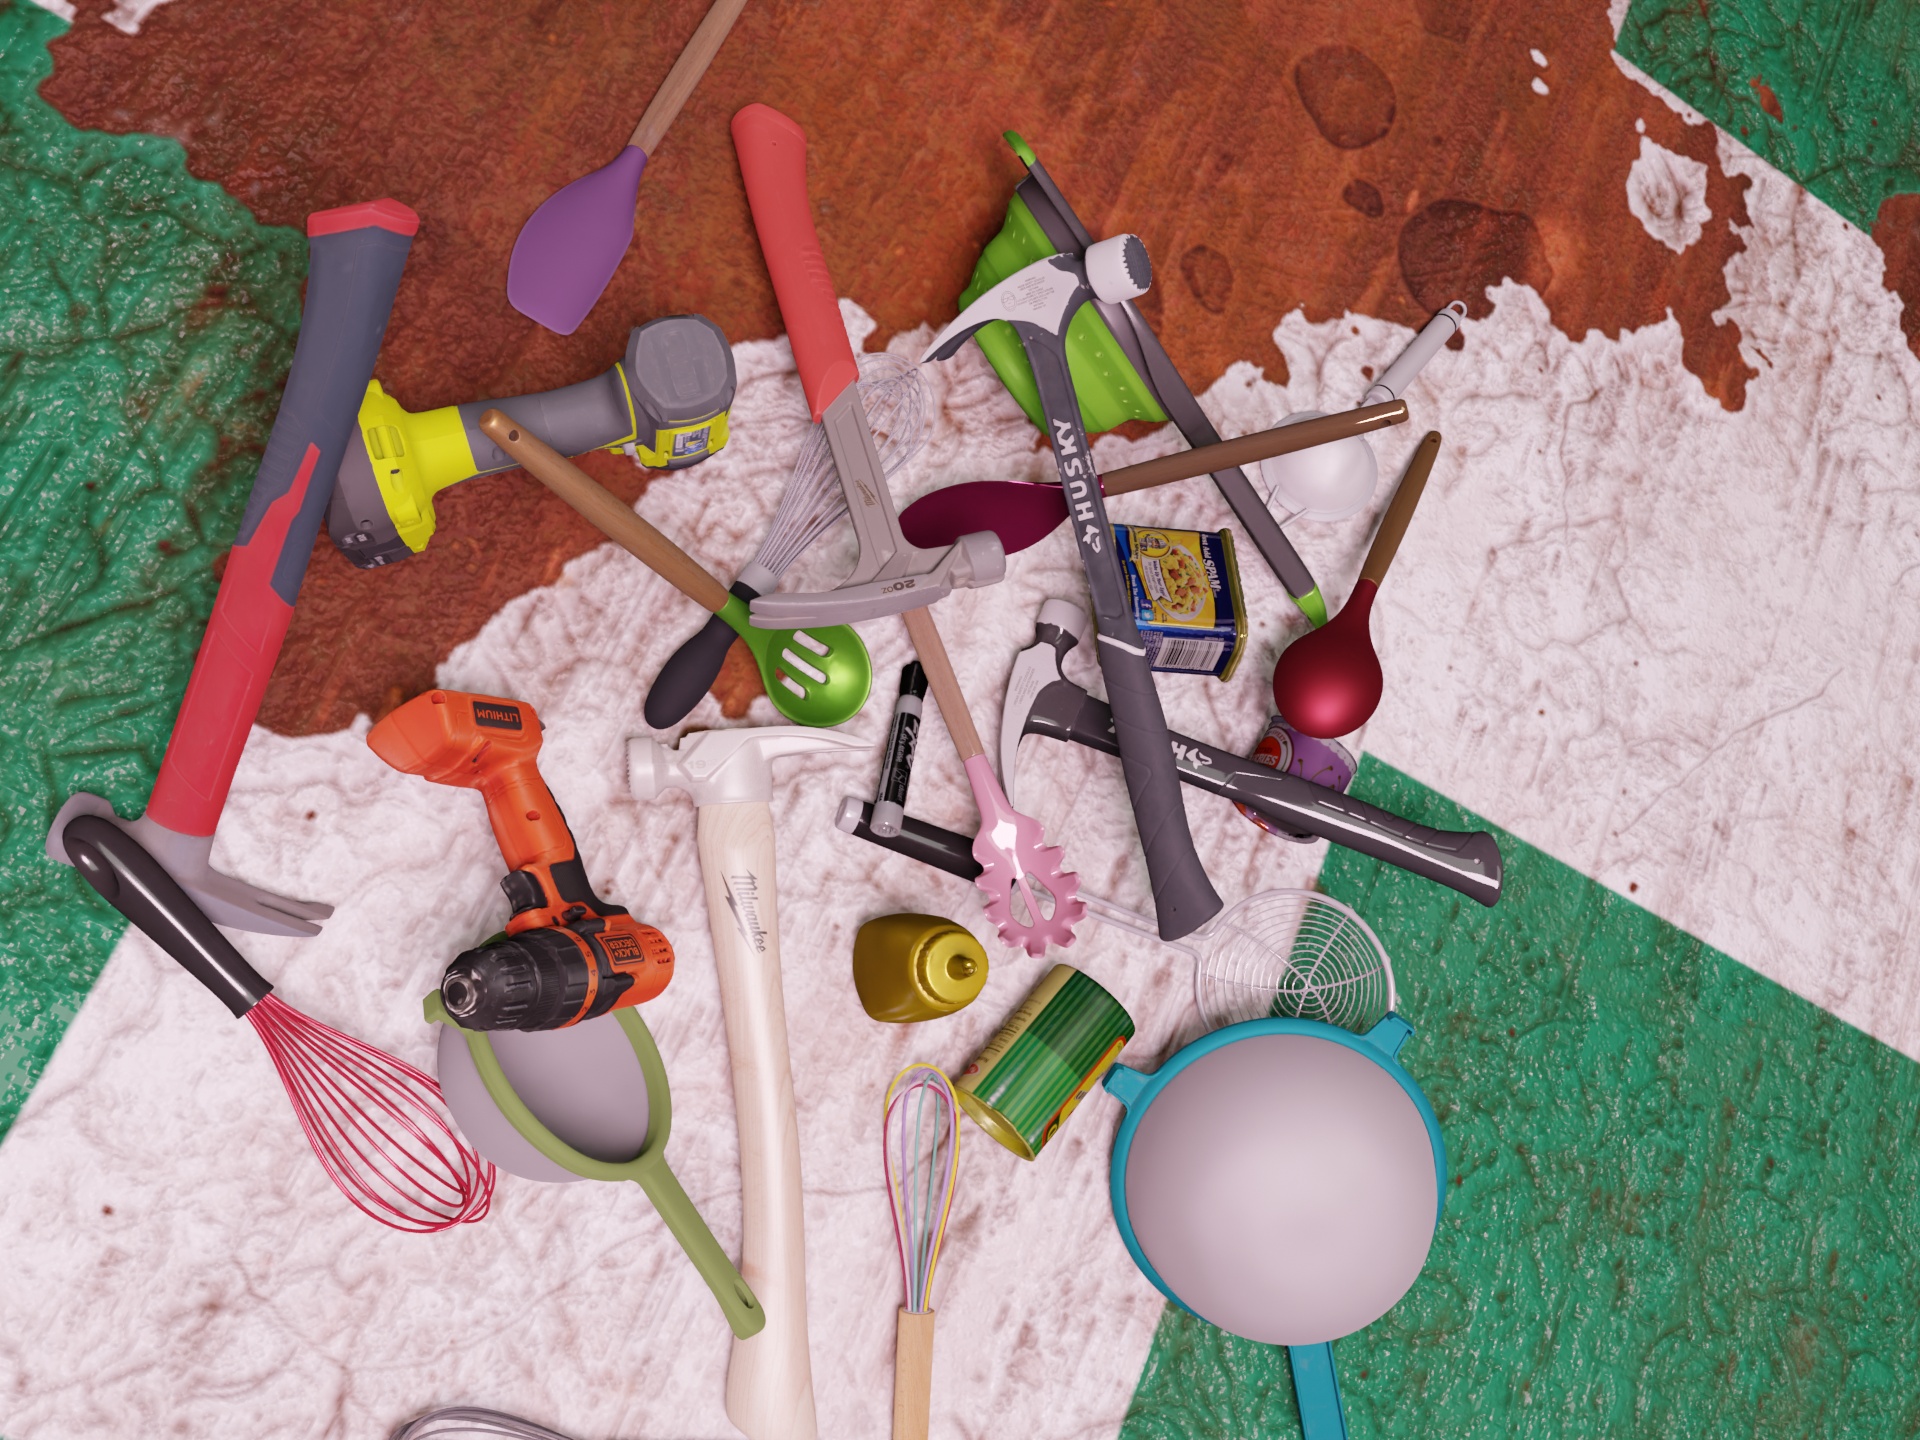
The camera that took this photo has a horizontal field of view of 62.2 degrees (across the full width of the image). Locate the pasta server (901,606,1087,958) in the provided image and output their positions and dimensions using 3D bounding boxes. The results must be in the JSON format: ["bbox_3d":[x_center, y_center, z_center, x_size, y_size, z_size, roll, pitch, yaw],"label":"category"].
[{"bbox_3d":[-0.002,-0.003,0.979,0.060,0.040,0.316,-21,76,-4],"label":"pasta server"}]

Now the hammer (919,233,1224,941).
[{"bbox_3d":[0.085,-0.064,0.942,0.036,0.149,0.409,-25,103,-54],"label":"hammer"}]

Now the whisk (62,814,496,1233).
[{"bbox_3d":[-0.353,0.161,0.828,0.073,0.073,0.295,-45,103,-20],"label":"whisk"}]

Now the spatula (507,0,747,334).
[{"bbox_3d":[-0.195,-0.382,1.011,0.059,0.018,0.316,30,74,-12],"label":"spatula"}]

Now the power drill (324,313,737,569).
[{"bbox_3d":[-0.239,-0.154,0.888,0.223,0.171,0.080,-17,89,-13],"label":"power drill"}]

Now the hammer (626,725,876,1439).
[{"bbox_3d":[-0.107,0.208,0.928,0.146,0.038,0.411,-4,85,-9],"label":"hammer"}]

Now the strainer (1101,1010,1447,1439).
[{"bbox_3d":[0.212,0.356,0.968,0.211,0.095,0.340,-11,97,2],"label":"strainer"}]

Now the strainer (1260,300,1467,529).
[{"bbox_3d":[0.300,-0.231,1.155,0.087,0.050,0.258,40,67,6],"label":"strainer"}]

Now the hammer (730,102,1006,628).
[{"bbox_3d":[-0.093,-0.223,0.957,0.149,0.036,0.359,-12,68,-14],"label":"hammer"}]

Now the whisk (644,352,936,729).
[{"bbox_3d":[-0.106,-0.110,0.981,0.070,0.070,0.285,36,77,-11],"label":"whisk"}]

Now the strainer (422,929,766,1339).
[{"bbox_3d":[-0.200,0.236,0.858,0.069,0.151,0.256,-34,92,14],"label":"strainer"}]

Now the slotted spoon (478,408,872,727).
[{"bbox_3d":[-0.151,-0.082,0.891,0.313,0.031,0.070,40,74,-48],"label":"slotted spoon"}]

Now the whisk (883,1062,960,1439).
[{"bbox_3d":[-0.027,0.328,0.949,0.047,0.051,0.245,3,84,2],"label":"whisk"}]

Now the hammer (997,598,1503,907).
[{"bbox_3d":[0.182,0.045,1.010,0.335,0.035,0.146,21,71,5],"label":"hammer"}]

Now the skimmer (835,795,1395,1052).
[{"bbox_3d":[0.096,0.125,0.994,0.363,0.090,0.127,22,94,-14],"label":"skimmer"}]

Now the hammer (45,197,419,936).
[{"bbox_3d":[-0.331,-0.068,0.791,0.143,0.038,0.386,23,109,-12],"label":"hammer"}]

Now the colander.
[{"bbox_3d":[0.111,-0.191,1.049,0.094,0.205,0.396,-34,113,12],"label":"colander"}]

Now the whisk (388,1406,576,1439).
[{"bbox_3d":[-0.192,0.410,0.870,0.238,0.055,0.055,13,77,-21],"label":"whisk"}]

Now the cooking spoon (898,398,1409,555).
[{"bbox_3d":[0.114,-0.151,0.982,0.319,0.068,0.017,-12,49,16],"label":"cooking spoon"}]

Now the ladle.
[{"bbox_3d":[0.286,-0.106,1.089,0.069,0.031,0.315,23,52,12],"label":"ladle"}]
